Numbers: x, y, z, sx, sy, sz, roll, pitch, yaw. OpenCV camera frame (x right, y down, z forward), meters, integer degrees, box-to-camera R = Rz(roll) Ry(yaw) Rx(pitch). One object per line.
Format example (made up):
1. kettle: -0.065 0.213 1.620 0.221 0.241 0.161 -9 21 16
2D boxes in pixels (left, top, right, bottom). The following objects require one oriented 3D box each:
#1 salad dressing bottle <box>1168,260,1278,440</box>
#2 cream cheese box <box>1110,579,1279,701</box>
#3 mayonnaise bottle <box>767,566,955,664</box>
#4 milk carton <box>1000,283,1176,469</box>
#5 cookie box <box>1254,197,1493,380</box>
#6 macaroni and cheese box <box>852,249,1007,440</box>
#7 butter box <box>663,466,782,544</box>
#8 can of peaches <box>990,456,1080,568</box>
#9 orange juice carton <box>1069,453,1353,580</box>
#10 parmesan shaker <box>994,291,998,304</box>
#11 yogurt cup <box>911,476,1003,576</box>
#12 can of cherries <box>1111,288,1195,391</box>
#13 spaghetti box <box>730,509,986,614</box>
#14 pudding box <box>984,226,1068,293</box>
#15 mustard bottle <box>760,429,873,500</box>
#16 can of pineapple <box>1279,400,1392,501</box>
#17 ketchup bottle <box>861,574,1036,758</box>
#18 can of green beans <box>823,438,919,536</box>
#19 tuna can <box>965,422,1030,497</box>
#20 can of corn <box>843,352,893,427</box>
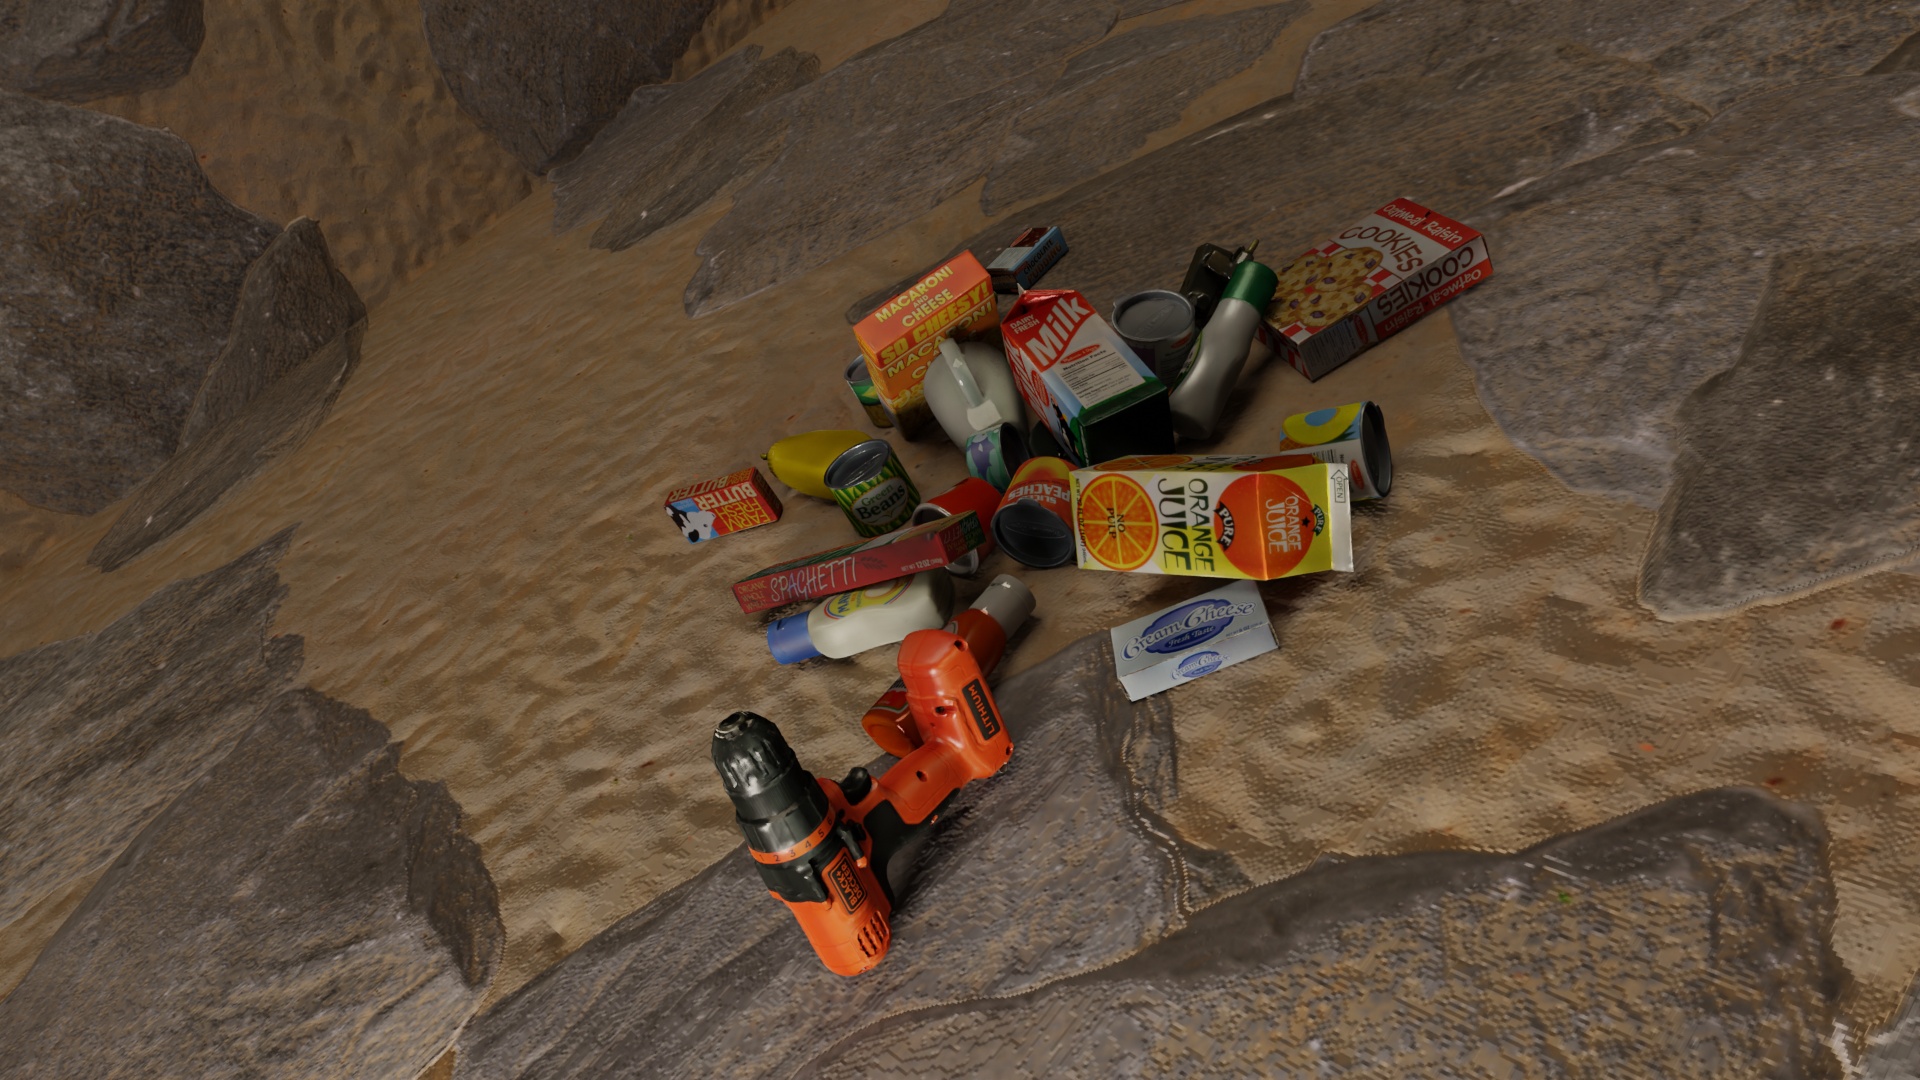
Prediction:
1. salad dressing bottle: 0.206 -0.152 1.097 0.044 0.064 0.148 26 74 7
2. cream cheese box: 0.150 0.063 0.902 0.104 0.024 0.053 -22 31 13
3. mayonnaise bottle: -0.078 0.060 1.078 0.148 0.041 0.065 -18 27 19
4. milk carton: 0.092 -0.133 1.109 0.073 0.072 0.191 -25 46 -8
5. cookie box: 0.322 -0.208 1.124 0.167 0.040 0.123 -31 31 1
6. macaroni and cheese box: -0.024 -0.173 1.251 0.124 0.166 0.040 -36 67 -7
7. butter box: -0.225 -0.033 1.319 0.103 0.053 0.024 -15 37 24
8. can of peaches: 0.063 -0.023 1.052 0.071 0.071 0.058 -7 37 33
9. orange juice carton: 0.172 -0.017 0.928 0.192 0.071 0.073 3 13 42
10. parmesan shaker: -0.010 -0.217 1.389 0.071 0.071 0.103 -10 37 30
11. yogurt cup: 0.004 -0.014 1.096 0.054 0.072 0.072 -40 32 -30
12. can of cherries: 0.157 -0.163 1.130 0.071 0.058 0.072 -7 47 7
13. spaghetti box: -0.086 0.020 1.100 0.249 0.028 0.050 -15 10 42
14. pudding box: 0.069 -0.297 1.468 0.049 0.030 0.084 11 50 48
15. mustard bottle: -0.137 -0.074 1.309 0.160 0.048 0.065 10 49 47
16. can of pineapple: 0.256 -0.058 0.946 0.058 0.070 0.071 -9 38 31
17. ketchup bottle: -0.003 0.086 0.977 0.149 0.043 0.064 -47 18 -26
18. can of green beans: -0.077 -0.046 1.210 0.071 0.057 0.071 -21 33 15
19. tuna can: 0.033 -0.058 1.133 0.033 0.071 0.071 -18 34 22
20. can of corn: -0.069 -0.153 1.353 0.071 0.058 0.071 -21 33 15
